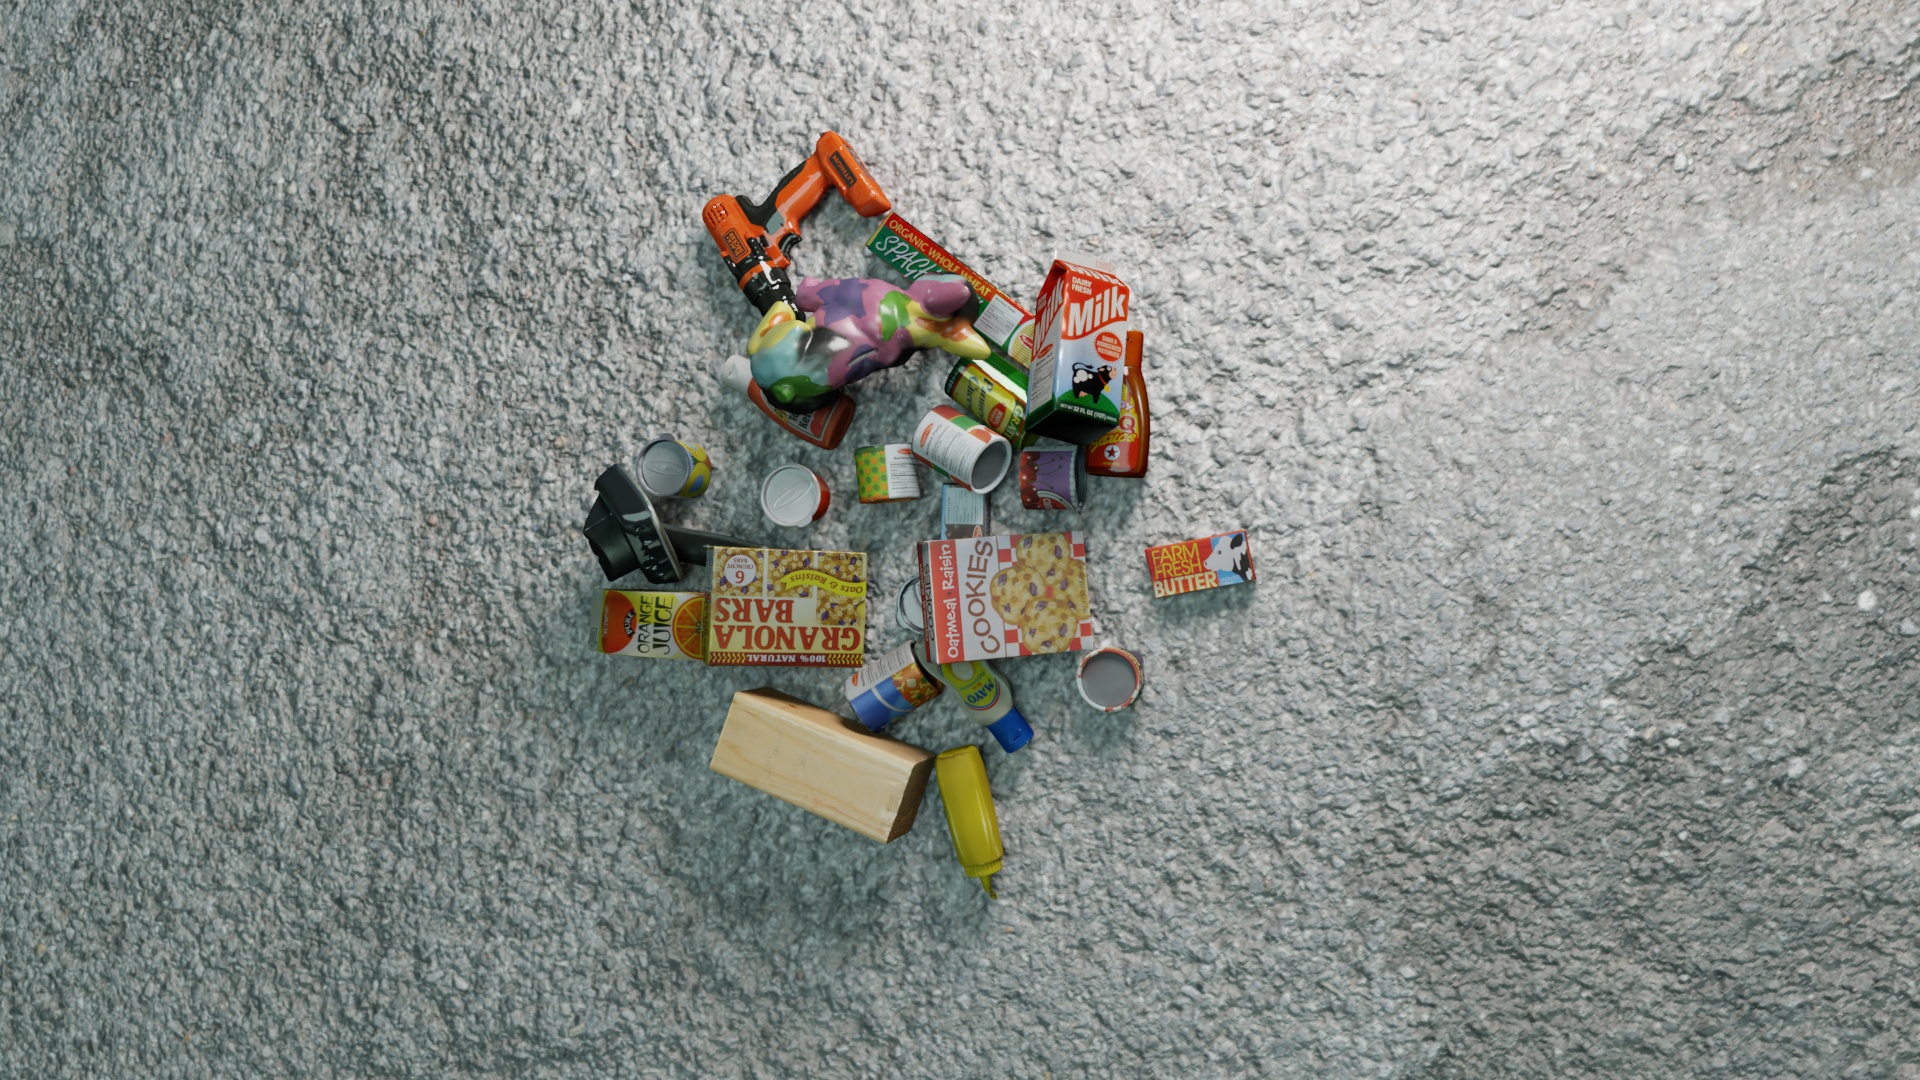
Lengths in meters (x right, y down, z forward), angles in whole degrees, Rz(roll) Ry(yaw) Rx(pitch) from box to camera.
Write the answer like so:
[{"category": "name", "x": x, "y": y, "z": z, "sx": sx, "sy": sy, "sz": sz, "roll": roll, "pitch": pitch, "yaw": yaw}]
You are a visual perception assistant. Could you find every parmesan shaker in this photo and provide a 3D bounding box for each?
[{"category": "parmesan shaker", "x": 0.041, "y": -0.147, "z": 1.437, "sx": 0.103, "sy": 0.071, "sz": 0.071, "roll": 37, "pitch": 98, "yaw": 13}]

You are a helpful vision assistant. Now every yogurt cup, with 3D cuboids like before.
[{"category": "yogurt cup", "x": -0.175, "y": -0.047, "z": 1.495, "sx": 0.072, "sy": 0.054, "sz": 0.072, "roll": 0, "pitch": 88, "yaw": 15}]

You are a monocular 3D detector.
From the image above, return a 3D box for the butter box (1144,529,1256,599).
[{"category": "butter box", "x": 0.241, "y": 0.024, "z": 1.397, "sx": 0.103, "sy": 0.024, "sz": 0.053, "roll": -11, "pitch": 86, "yaw": 14}]

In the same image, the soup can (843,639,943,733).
[{"category": "soup can", "x": -0.068, "y": 0.154, "z": 1.455, "sx": 0.083, "sy": 0.071, "sz": 0.071, "roll": -33, "pitch": 81, "yaw": 11}]

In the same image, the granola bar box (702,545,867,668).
[{"category": "granola bar box", "x": -0.183, "y": 0.071, "z": 1.458, "sx": 0.166, "sy": 0.039, "sz": 0.124, "roll": 2, "pitch": 88, "yaw": -19}]

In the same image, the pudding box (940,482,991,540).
[{"category": "pudding box", "x": 0.005, "y": -0.018, "z": 1.459, "sx": 0.049, "sy": 0.030, "sz": 0.083, "roll": 1, "pitch": 88, "yaw": 14}]

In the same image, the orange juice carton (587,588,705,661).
[{"category": "orange juice carton", "x": -0.320, "y": 0.091, "z": 1.519, "sx": 0.193, "sy": 0.073, "sz": 0.072, "roll": 2, "pitch": 89, "yaw": 15}]

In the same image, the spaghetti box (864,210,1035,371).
[{"category": "spaghetti box", "x": 0.009, "y": -0.258, "z": 1.467, "sx": 0.250, "sy": 0.029, "sz": 0.050, "roll": 39, "pitch": 98, "yaw": 13}]

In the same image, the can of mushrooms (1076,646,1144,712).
[{"category": "can of mushrooms", "x": 0.154, "y": 0.139, "z": 1.412, "sx": 0.071, "sy": 0.033, "sz": 0.071, "roll": -1, "pitch": 88, "yaw": 16}]

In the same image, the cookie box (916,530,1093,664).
[{"category": "cookie box", "x": 0.045, "y": 0.056, "z": 1.400, "sx": 0.168, "sy": 0.040, "sz": 0.123, "roll": -4, "pitch": 87, "yaw": -18}]

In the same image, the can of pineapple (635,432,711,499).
[{"category": "can of pineapple", "x": -0.315, "y": -0.080, "z": 1.532, "sx": 0.071, "sy": 0.058, "sz": 0.071, "roll": 0, "pitch": 88, "yaw": 15}]

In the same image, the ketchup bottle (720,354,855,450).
[{"category": "ketchup bottle", "x": -0.190, "y": -0.156, "z": 1.509, "sx": 0.149, "sy": 0.043, "sz": 0.064, "roll": 27, "pitch": 95, "yaw": 15}]

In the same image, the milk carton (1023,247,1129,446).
[{"category": "milk carton", "x": 0.118, "y": -0.199, "z": 1.383, "sx": 0.072, "sy": 0.073, "sz": 0.191, "roll": 12, "pitch": 72, "yaw": -20}]

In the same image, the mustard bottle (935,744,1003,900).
[{"category": "mustard bottle", "x": 0.013, "y": 0.294, "z": 1.430, "sx": 0.049, "sy": 0.065, "sz": 0.160, "roll": -13, "pitch": 89, "yaw": 10}]

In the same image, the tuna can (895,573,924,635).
[{"category": "tuna can", "x": -0.034, "y": 0.068, "z": 1.465, "sx": 0.071, "sy": 0.033, "sz": 0.071, "roll": 0, "pitch": 88, "yaw": 15}]

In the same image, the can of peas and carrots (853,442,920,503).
[{"category": "can of peas and carrots", "x": -0.079, "y": -0.070, "z": 1.466, "sx": 0.071, "sy": 0.071, "sz": 0.058, "roll": -6, "pitch": 87, "yaw": 15}]

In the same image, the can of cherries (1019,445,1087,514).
[{"category": "can of cherries", "x": 0.095, "y": -0.061, "z": 1.417, "sx": 0.058, "sy": 0.071, "sz": 0.071, "roll": -1, "pitch": 88, "yaw": 15}]

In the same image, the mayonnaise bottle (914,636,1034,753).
[{"category": "mayonnaise bottle", "x": 0.019, "y": 0.150, "z": 1.427, "sx": 0.065, "sy": 0.041, "sz": 0.148, "roll": -37, "pitch": 95, "yaw": 0}]

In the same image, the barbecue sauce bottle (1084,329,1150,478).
[{"category": "barbecue sauce bottle", "x": 0.163, "y": -0.139, "z": 1.414, "sx": 0.065, "sy": 0.044, "sz": 0.148, "roll": 4, "pitch": 89, "yaw": 21}]

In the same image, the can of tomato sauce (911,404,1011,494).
[{"category": "can of tomato sauce", "x": 0.003, "y": -0.093, "z": 1.432, "sx": 0.083, "sy": 0.071, "sz": 0.071, "roll": 32, "pitch": 97, "yaw": 32}]
